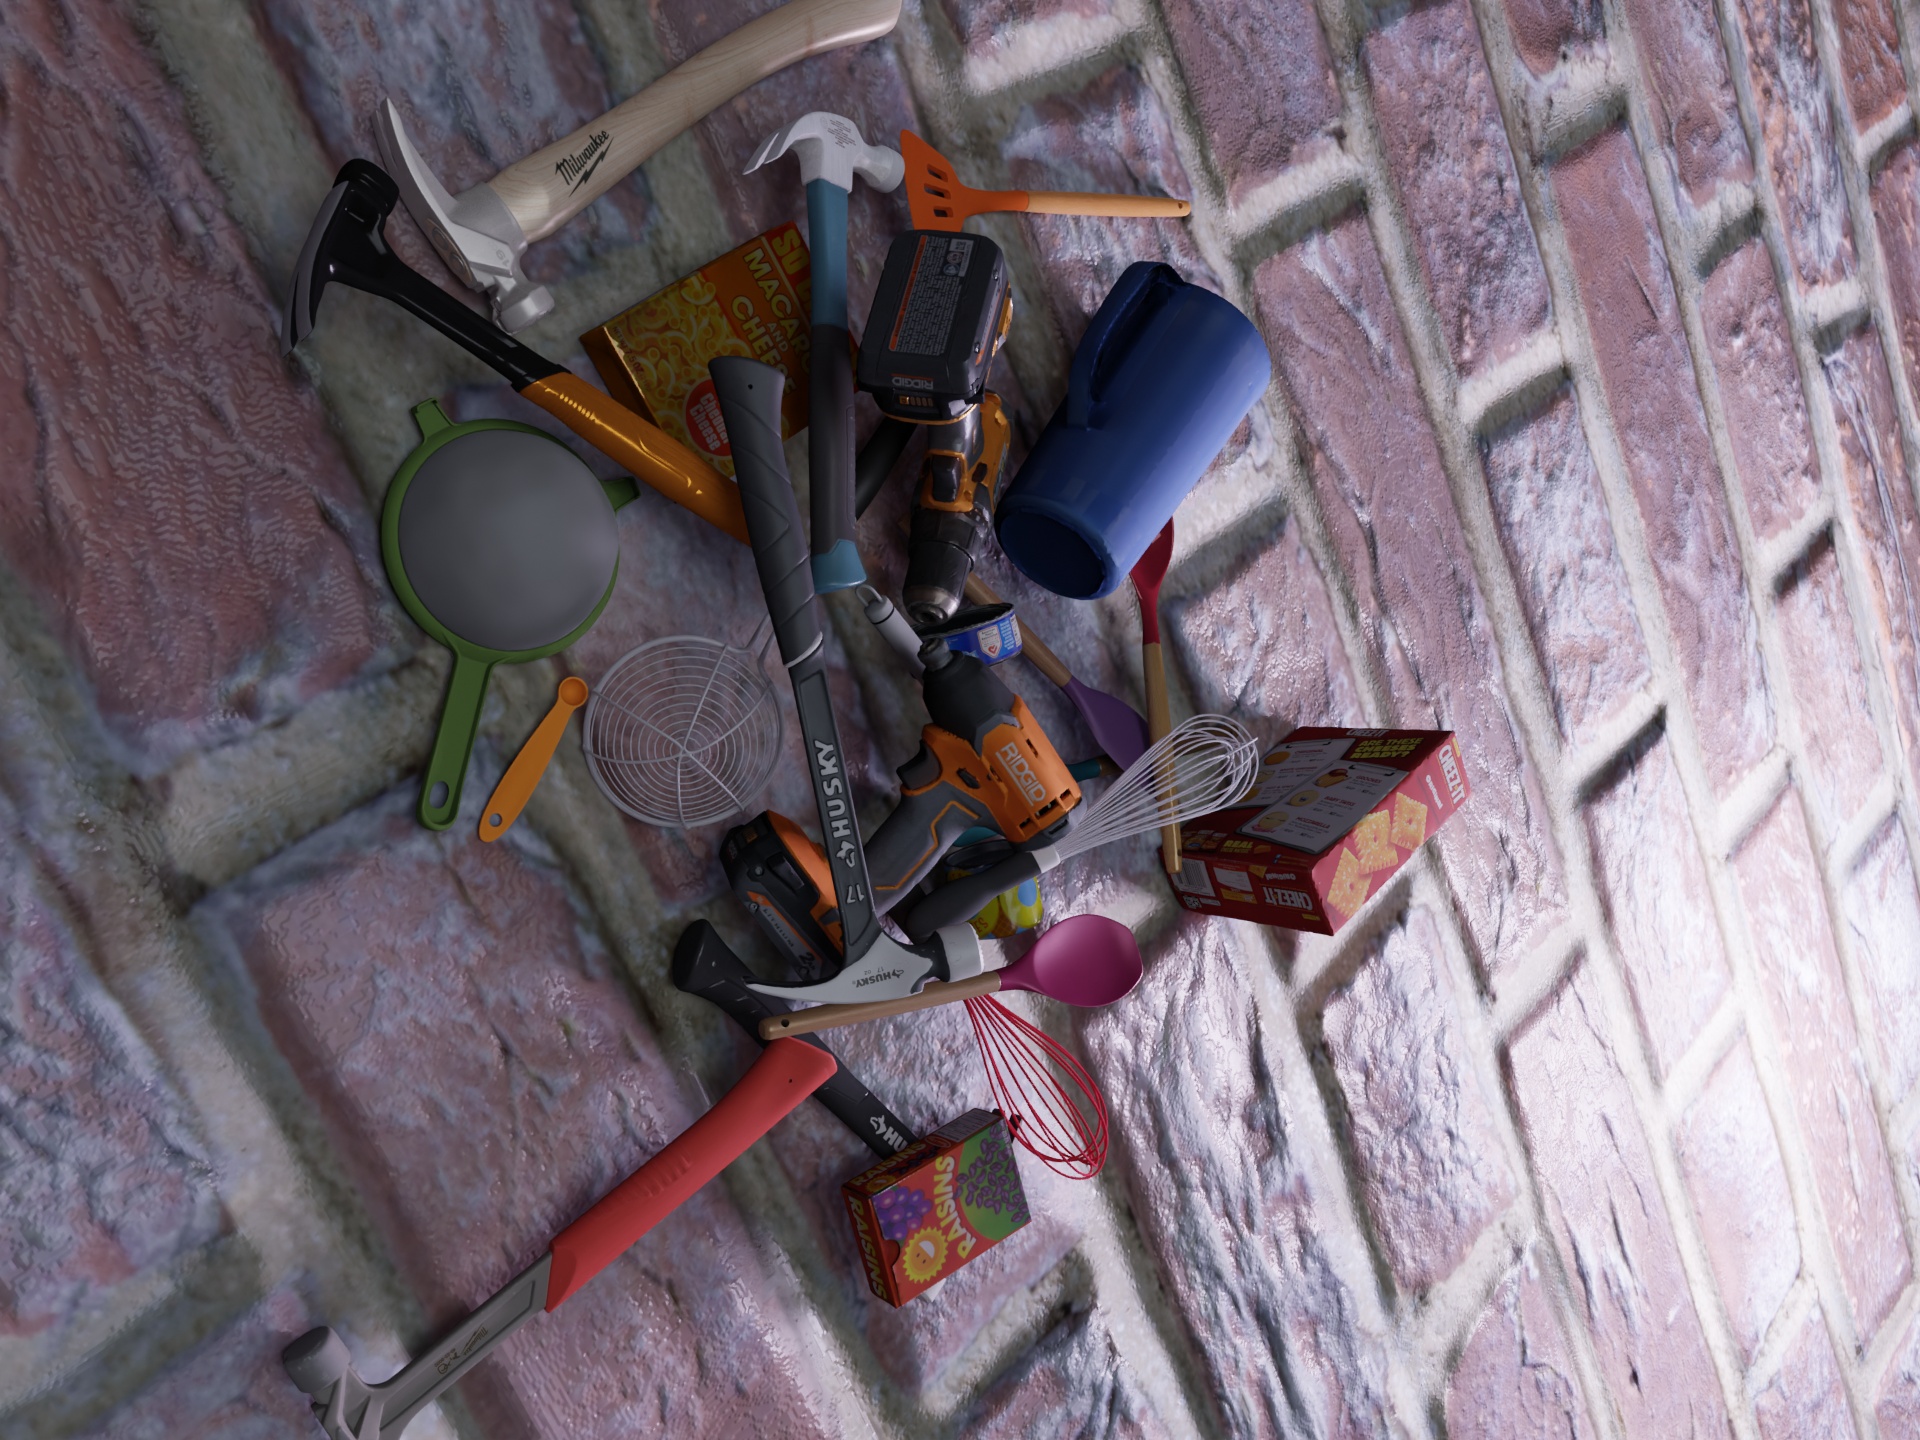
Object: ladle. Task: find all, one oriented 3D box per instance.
[{"bbox_3d":[0.157,-0.035,1.270,0.069,0.031,0.315,8,73,-43],"label":"ladle"}]

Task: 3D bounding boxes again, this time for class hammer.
[{"bbox_3d":[-0.218,0.325,0.980,0.359,0.037,0.149,-36,111,-26],"label":"hammer"},{"bbox_3d":[-0.085,-0.244,1.050,0.128,0.033,0.331,9,76,-49],"label":"hammer"},{"bbox_3d":[-0.098,-0.022,0.982,0.149,0.036,0.409,-13,93,-14],"label":"hammer"},{"bbox_3d":[-0.228,-0.182,0.937,0.336,0.034,0.127,32,51,-36],"label":"hammer"},{"bbox_3d":[-0.185,-0.416,1.039,0.411,0.038,0.146,-46,114,-29],"label":"hammer"},{"bbox_3d":[-0.081,0.255,1.111,0.334,0.035,0.146,50,62,-26],"label":"hammer"}]

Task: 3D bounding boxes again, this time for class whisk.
[{"bbox_3d":[0.087,0.080,1.126,0.284,0.070,0.070,-28,108,-6],"label":"whisk"},{"bbox_3d":[0.018,0.211,1.150,0.073,0.073,0.296,-39,97,-31],"label":"whisk"}]

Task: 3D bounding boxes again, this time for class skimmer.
[{"bbox_3d":[-0.124,-0.089,1.086,0.127,0.090,0.363,40,55,-18],"label":"skimmer"}]

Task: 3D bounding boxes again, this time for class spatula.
[{"bbox_3d":[0.115,0.032,1.276,0.317,0.044,0.082,-11,95,-42],"label":"spatula"},{"bbox_3d":[0.072,-0.405,1.235,0.322,0.041,0.081,-13,96,-38],"label":"spatula"},{"bbox_3d":[0.064,-0.049,1.220,0.315,0.018,0.060,43,47,-22],"label":"spatula"}]

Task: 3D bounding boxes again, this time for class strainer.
[{"bbox_3d":[-0.272,-0.059,0.943,0.151,0.069,0.256,20,76,-36],"label":"strainer"},{"bbox_3d":[-0.002,-0.004,1.112,0.258,0.087,0.050,52,47,-34],"label":"strainer"}]

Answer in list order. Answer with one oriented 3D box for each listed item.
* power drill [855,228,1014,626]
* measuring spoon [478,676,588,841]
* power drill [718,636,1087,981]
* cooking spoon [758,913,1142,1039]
[{"bbox_3d":[-0.013,-0.188,1.066,0.226,0.084,0.185,79,22,-62],"label":"power drill"},{"bbox_3d":[-0.267,0.024,0.987,0.021,0.011,0.117,37,71,-30],"label":"measuring spoon"},{"bbox_3d":[-0.045,0.059,1.059,0.226,0.084,0.164,-35,113,-4],"label":"power drill"},{"bbox_3d":[0.003,0.186,1.109,0.318,0.017,0.069,-5,72,-35],"label":"cooking spoon"}]
